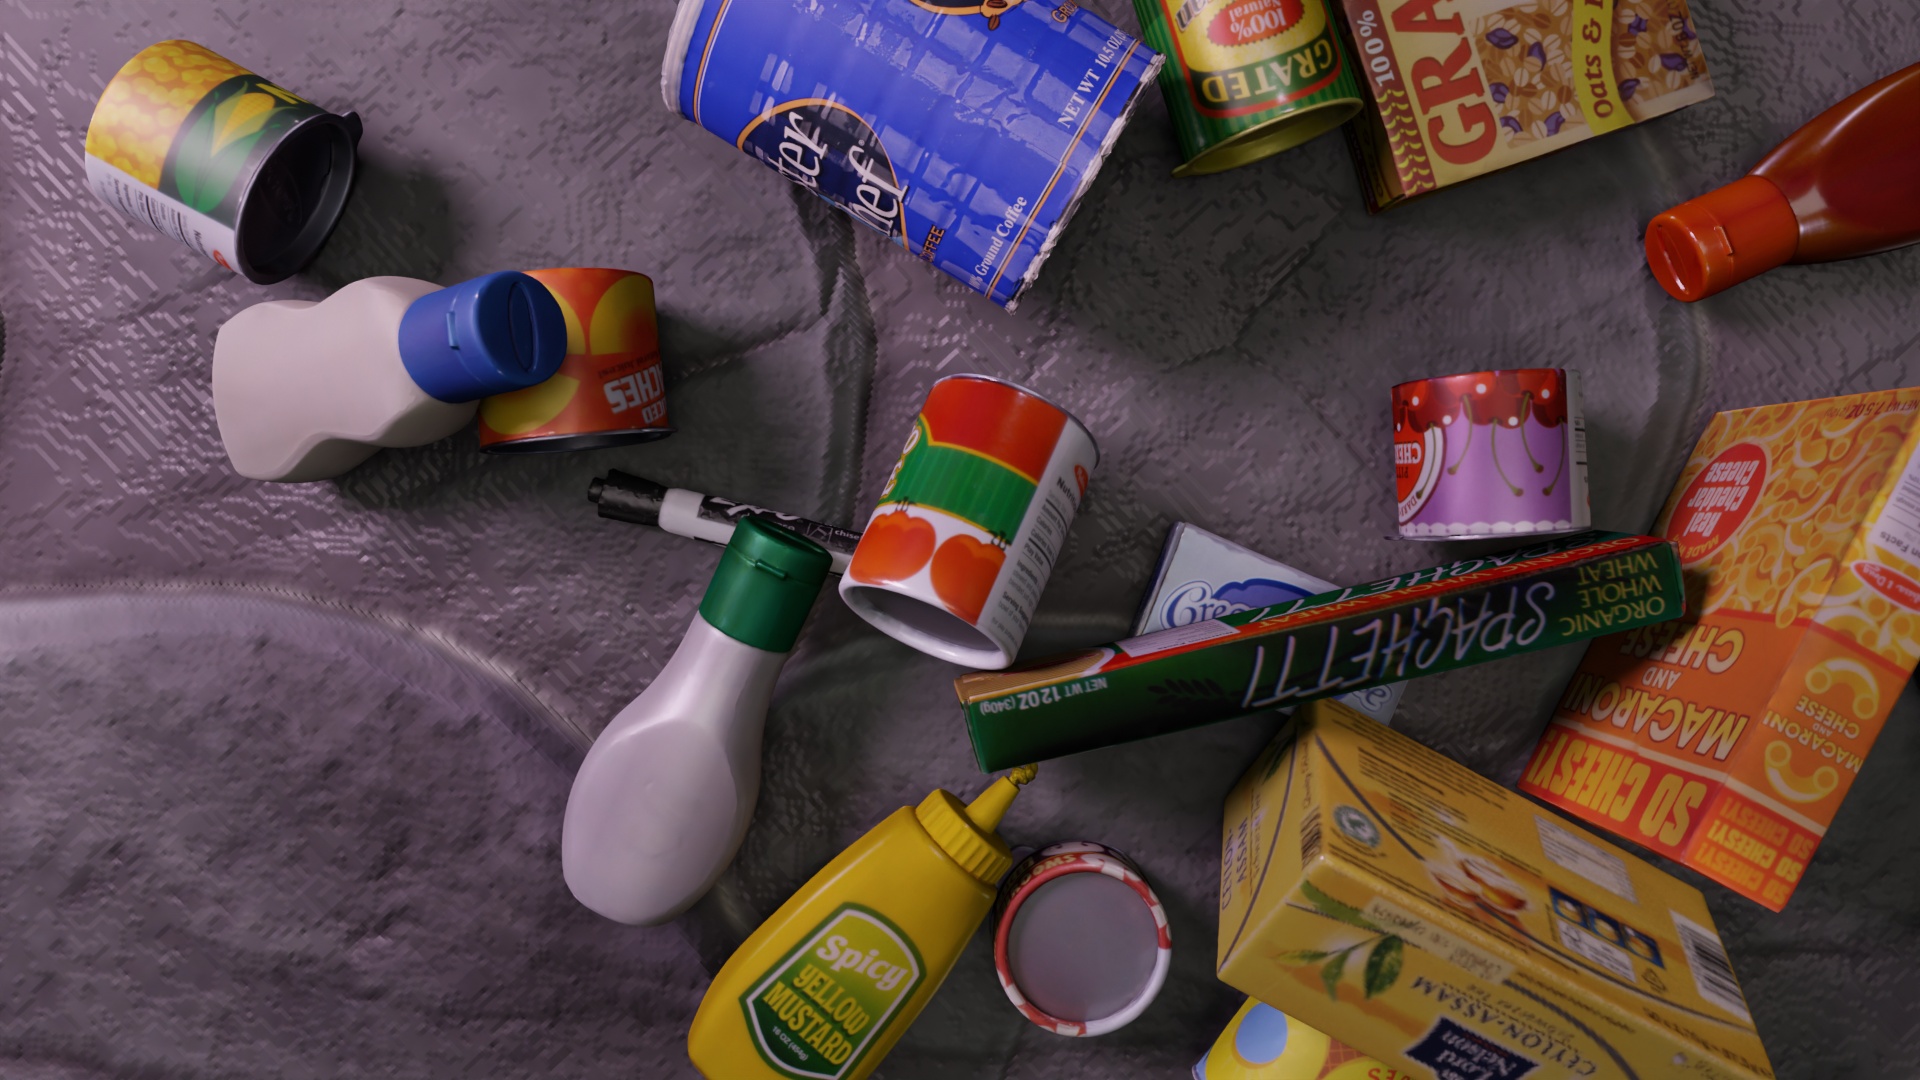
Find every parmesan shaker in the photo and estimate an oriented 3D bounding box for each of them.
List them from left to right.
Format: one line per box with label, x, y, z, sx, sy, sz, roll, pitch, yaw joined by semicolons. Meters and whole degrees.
parmesan shaker;0.094;-0.192;0.501;0.071;0.071;0.103;-19;91;-2

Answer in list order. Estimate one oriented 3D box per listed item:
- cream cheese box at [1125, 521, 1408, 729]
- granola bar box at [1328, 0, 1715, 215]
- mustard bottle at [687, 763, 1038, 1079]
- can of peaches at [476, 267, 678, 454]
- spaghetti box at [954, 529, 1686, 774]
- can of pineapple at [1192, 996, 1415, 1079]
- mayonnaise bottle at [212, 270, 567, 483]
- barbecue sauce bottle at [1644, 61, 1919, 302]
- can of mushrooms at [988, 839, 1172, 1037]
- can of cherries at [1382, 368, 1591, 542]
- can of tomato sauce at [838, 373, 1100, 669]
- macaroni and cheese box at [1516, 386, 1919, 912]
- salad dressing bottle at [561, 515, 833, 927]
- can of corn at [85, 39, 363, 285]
cream cheese box;0.119;0.036;0.525;0.104;0.024;0.053;23;89;-2
granola bar box;0.190;-0.220;0.518;0.124;0.039;0.165;-19;92;-3
mustard bottle;-0.028;0.139;0.508;0.065;0.049;0.160;42;89;-4
can of peaches;-0.137;-0.063;0.492;0.071;0.071;0.058;-7;91;-2
spaghetti box;0.123;0.037;0.487;0.250;0.050;0.028;-12;94;-2
can of pineapple;0.129;0.194;0.505;0.071;0.071;0.058;38;89;-2
mayonnaise bottle;-0.194;-0.058;0.465;0.148;0.041;0.064;-7;90;34
barbecue sauce bottle;0.336;-0.135;0.523;0.148;0.043;0.065;-23;91;-1
can of mushrooms;0.043;0.146;0.519;0.071;0.033;0.071;0;92;-2
can of cherries;0.190;-0.030;0.507;0.071;0.071;0.058;-4;91;-2
can of tomato sauce;0.002;-0.006;0.488;0.071;0.071;0.083;25;70;-2
macaroni and cheese box;0.273;0.033;0.482;0.040;0.124;0.166;28;90;-1
salad dressing bottle;-0.092;0.064;0.498;0.064;0.044;0.147;26;97;-5
can of corn;-0.256;-0.135;0.488;0.058;0.071;0.071;28;90;-2
